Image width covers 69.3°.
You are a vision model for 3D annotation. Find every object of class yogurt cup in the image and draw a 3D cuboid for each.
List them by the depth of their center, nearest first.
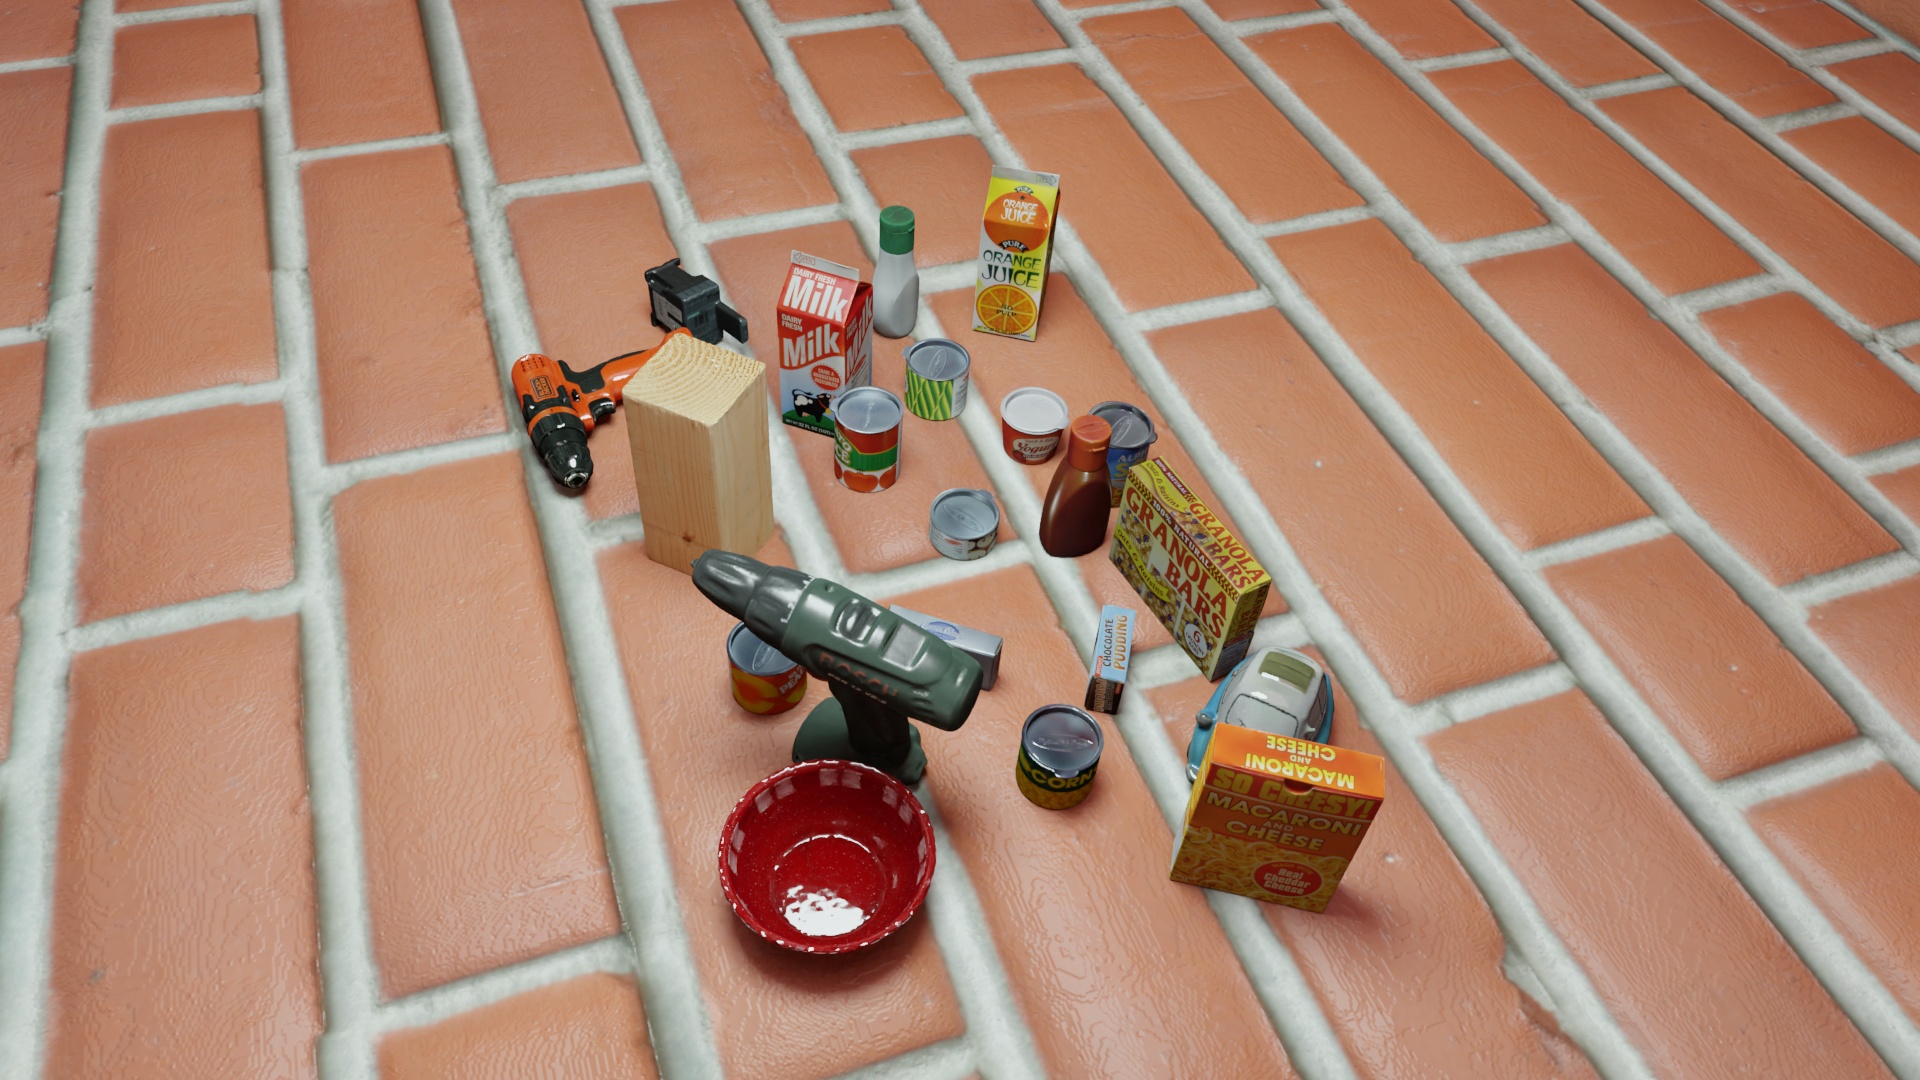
[{"bbox_3d":[0.072,-0.113,1.396,0.072,0.053,0.073,3,47,-3],"label":"yogurt cup"}]

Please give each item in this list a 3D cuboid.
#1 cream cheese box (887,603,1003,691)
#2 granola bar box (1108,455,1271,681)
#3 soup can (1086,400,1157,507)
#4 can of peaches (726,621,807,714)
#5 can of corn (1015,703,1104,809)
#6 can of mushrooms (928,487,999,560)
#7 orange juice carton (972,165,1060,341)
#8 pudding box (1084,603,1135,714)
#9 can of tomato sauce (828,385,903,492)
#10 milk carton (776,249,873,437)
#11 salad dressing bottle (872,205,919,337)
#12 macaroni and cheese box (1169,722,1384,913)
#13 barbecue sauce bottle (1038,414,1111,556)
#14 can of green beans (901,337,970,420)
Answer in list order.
[{"bbox_3d":[-0.017,0.093,1.198,0.104,0.053,0.024,16,48,10],"label":"cream cheese box"},{"bbox_3d":[0.201,0.024,1.234,0.039,0.123,0.166,-20,52,-22],"label":"granola bar box"},{"bbox_3d":[0.151,-0.082,1.355,0.071,0.083,0.072,3,47,-3],"label":"soup can"},{"bbox_3d":[-0.160,0.105,1.170,0.071,0.057,0.071,3,47,-3],"label":"can of peaches"},{"bbox_3d":[0.080,0.178,1.126,0.071,0.058,0.071,3,47,-3],"label":"can of corn"},{"bbox_3d":[0.005,-0.016,1.314,0.071,0.033,0.071,3,47,-3],"label":"can of mushrooms"},{"bbox_3d":[0.061,-0.313,1.485,0.072,0.191,0.073,12,48,5],"label":"orange juice carton"},{"bbox_3d":[0.130,0.102,1.206,0.030,0.049,0.084,11,48,5],"label":"pudding box"},{"bbox_3d":[-0.092,-0.097,1.346,0.071,0.082,0.071,3,47,-3],"label":"can of tomato sauce"},{"bbox_3d":[-0.132,-0.197,1.361,0.072,0.189,0.074,18,48,11],"label":"milk carton"},{"bbox_3d":[-0.069,-0.285,1.477,0.044,0.146,0.064,27,51,18],"label":"salad dressing bottle"},{"bbox_3d":[0.233,0.211,1.037,0.124,0.165,0.040,11,48,5],"label":"macaroni and cheese box"},{"bbox_3d":[0.111,-0.049,1.277,0.065,0.147,0.044,-13,50,-16],"label":"barbecue sauce bottle"},{"bbox_3d":[-0.024,-0.166,1.432,0.071,0.057,0.071,3,47,-3],"label":"can of green beans"}]
